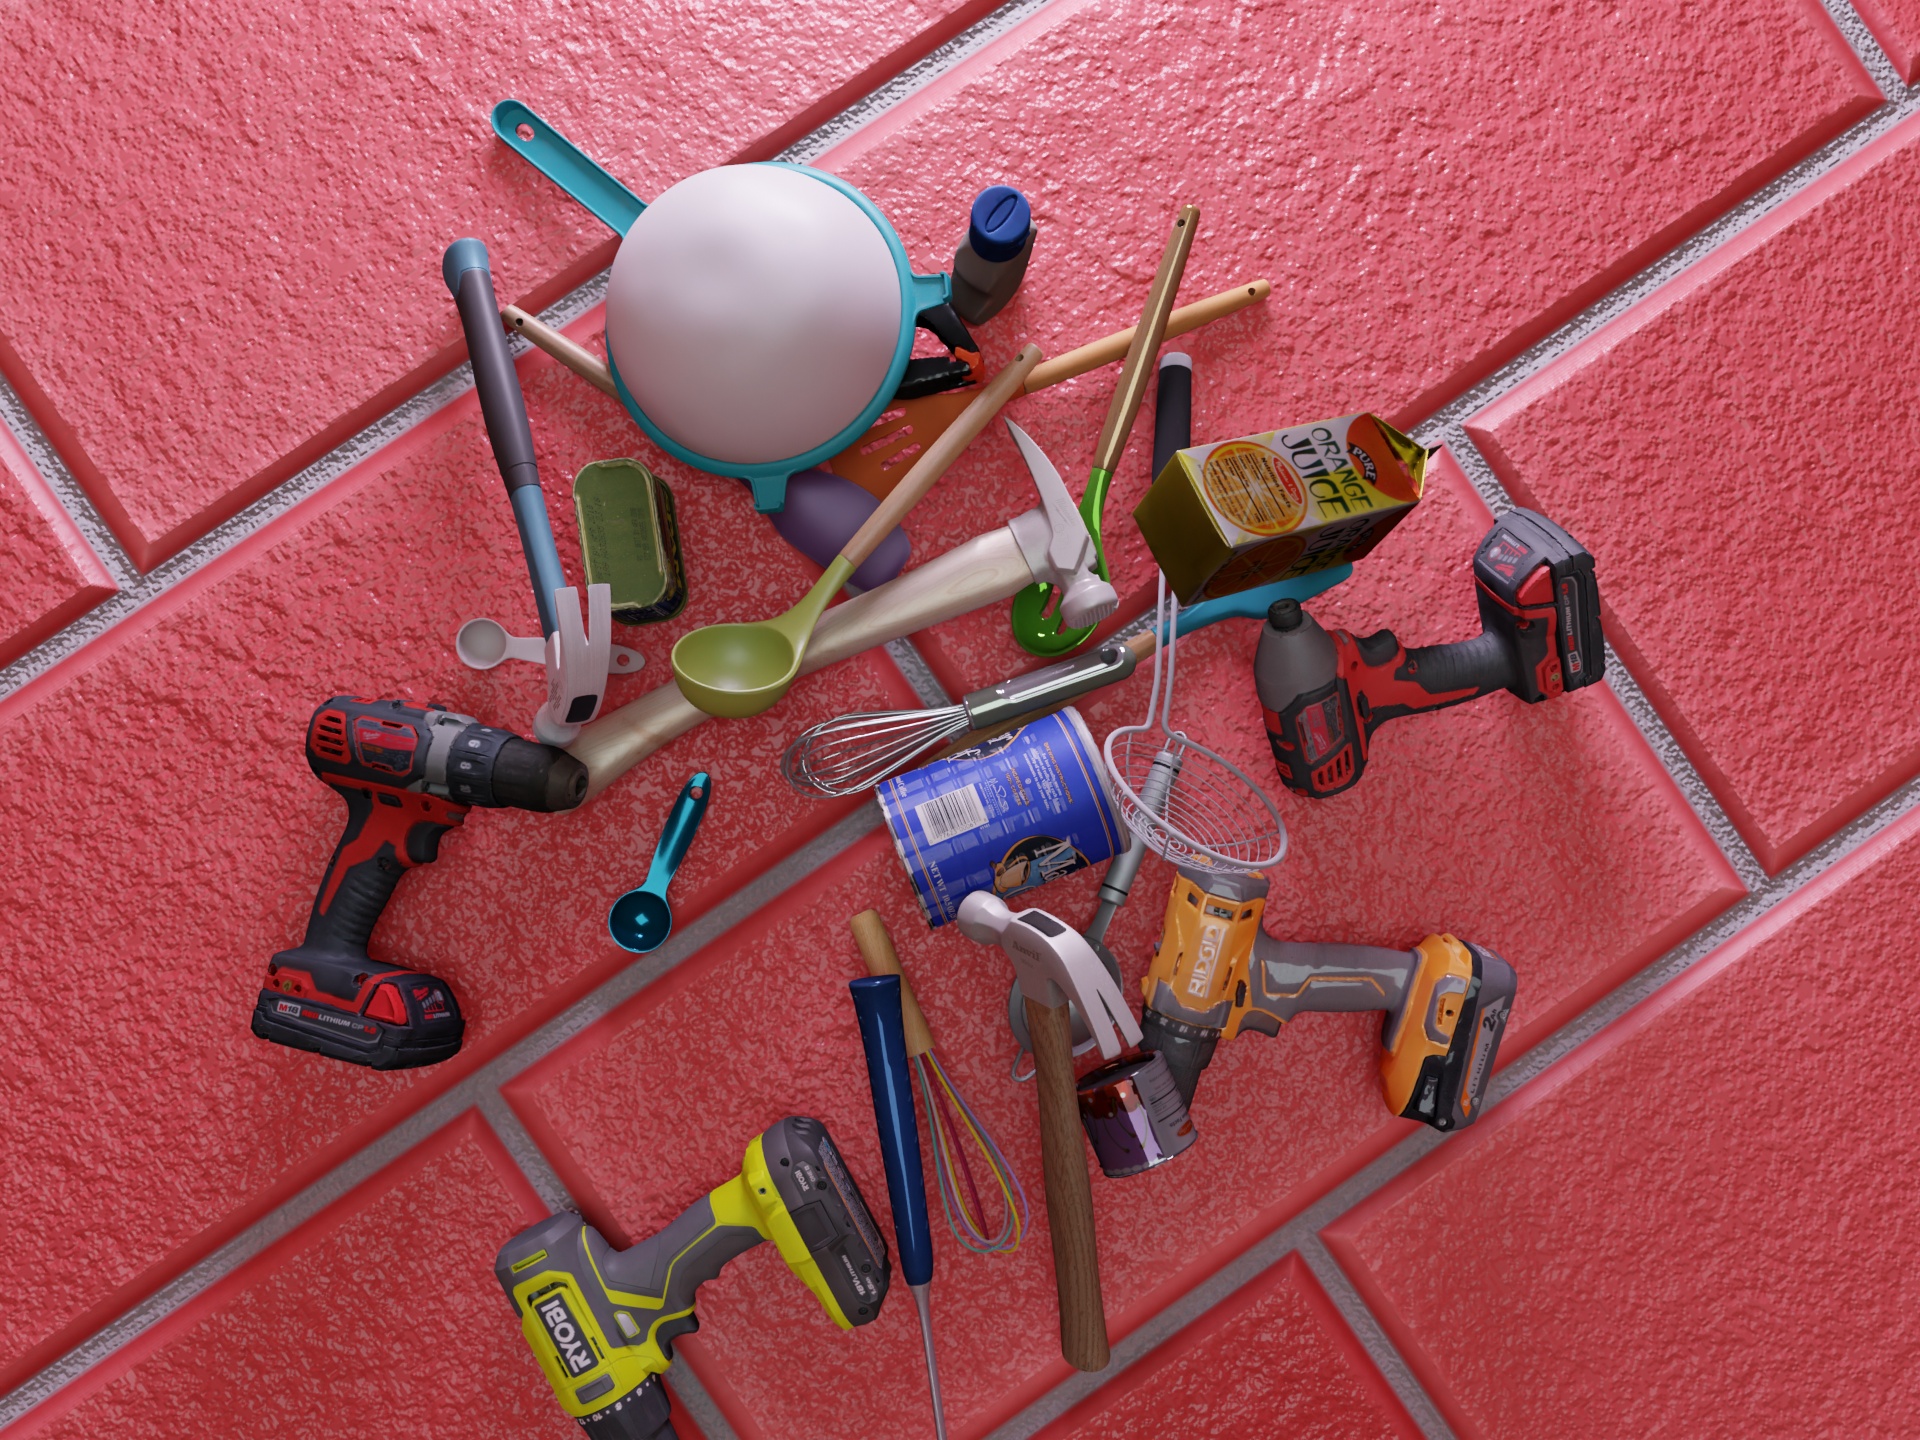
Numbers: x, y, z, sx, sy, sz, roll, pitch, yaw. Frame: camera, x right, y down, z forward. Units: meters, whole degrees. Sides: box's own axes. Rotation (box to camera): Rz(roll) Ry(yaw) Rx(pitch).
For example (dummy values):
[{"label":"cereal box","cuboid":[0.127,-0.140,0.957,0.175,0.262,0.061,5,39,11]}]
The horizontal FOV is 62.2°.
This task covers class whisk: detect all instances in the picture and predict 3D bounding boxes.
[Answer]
[{"label":"whisk","cuboid":[-0.021,0.242,1.062,0.051,0.047,0.245,-23,86,-13]},{"label":"whisk","cuboid":[-0.002,-0.003,1.049,0.246,0.059,0.058,-19,52,3]}]

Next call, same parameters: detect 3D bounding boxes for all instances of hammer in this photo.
[{"label":"hammer","cuboid":[0.067,0.272,0.997,0.031,0.130,0.331,-22,115,-34]},{"label":"hammer","cuboid":[-0.282,-0.156,1.017,0.033,0.128,0.331,-10,74,-30]},{"label":"hammer","cuboid":[-0.025,0.365,1.013,0.035,0.144,0.405,-8,87,0]},{"label":"hammer","cuboid":[-0.111,-0.054,1.047,0.410,0.038,0.146,-25,77,3]}]

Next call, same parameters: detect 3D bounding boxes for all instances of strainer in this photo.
[{"label":"strainer","cuboid":[0.101,0.126,1.067,0.087,0.050,0.258,18,81,41]},{"label":"strainer","cuboid":[-0.187,-0.305,1.010,0.340,0.095,0.211,40,93,9]}]

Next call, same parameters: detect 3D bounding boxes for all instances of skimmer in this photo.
[{"label":"skimmer","cuboid":[0.151,-0.079,1.008,0.127,0.090,0.363,13,71,-29]}]

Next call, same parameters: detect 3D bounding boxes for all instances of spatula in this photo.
[{"label":"spatula","cuboid":[0.062,-0.235,1.081,0.322,0.041,0.081,-23,90,-7]},{"label":"spatula","cuboid":[0.108,-0.046,1.068,0.317,0.044,0.082,-31,74,-1]},{"label":"spatula","cuboid":[-0.171,-0.189,1.071,0.316,0.018,0.060,33,98,-2]}]

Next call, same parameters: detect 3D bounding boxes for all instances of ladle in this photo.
[{"label":"ladle","cuboid":[-0.059,-0.127,1.008,0.078,0.062,0.320,37,83,35]}]

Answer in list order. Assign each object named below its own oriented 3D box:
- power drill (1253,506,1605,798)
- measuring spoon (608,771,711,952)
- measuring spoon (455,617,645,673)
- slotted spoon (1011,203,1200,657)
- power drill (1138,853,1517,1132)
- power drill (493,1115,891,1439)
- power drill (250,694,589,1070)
[{"label":"power drill","cuboid":[0.297,-0.048,1.038,0.219,0.079,0.143,-23,123,-1]},{"label":"measuring spoon","cuboid":[-0.197,0.095,1.071,0.042,0.021,0.129,23,79,-1]},{"label":"measuring spoon","cuboid":[-0.275,-0.046,1.070,0.124,0.018,0.034,7,89,-9]},{"label":"slotted spoon","cuboid":[0.105,-0.191,1.060,0.070,0.031,0.314,20,94,33]},{"label":"power drill","cuboid":[0.229,0.203,1.053,0.226,0.084,0.185,16,96,2]},{"label":"power drill","cuboid":[-0.164,0.380,1.035,0.228,0.080,0.190,-28,90,0]},{"label":"power drill","cuboid":[-0.343,0.103,1.015,0.188,0.080,0.227,10,86,14]}]
